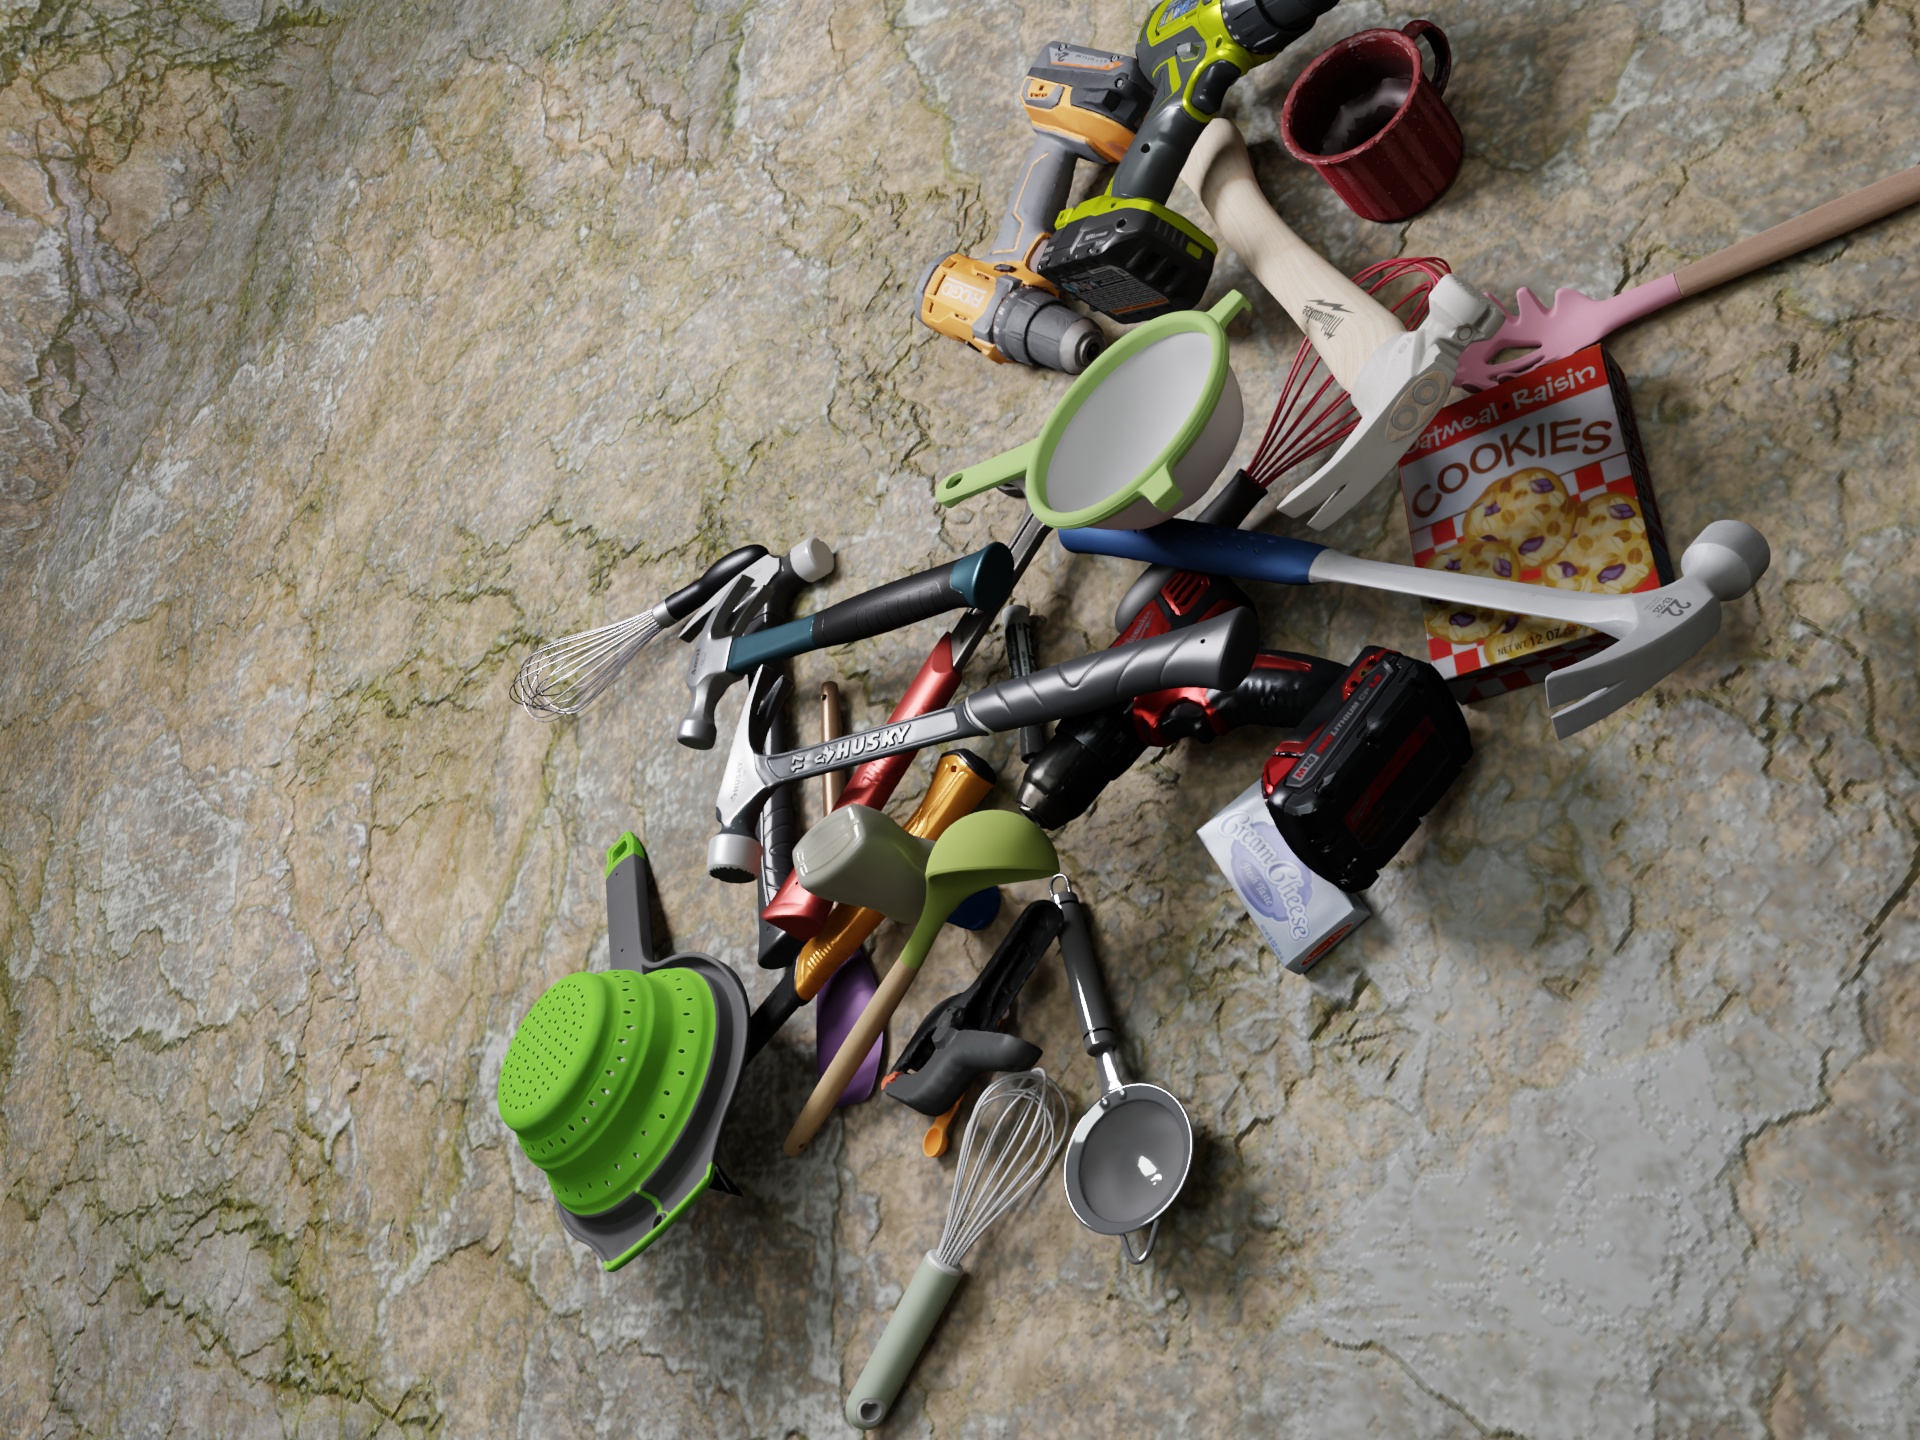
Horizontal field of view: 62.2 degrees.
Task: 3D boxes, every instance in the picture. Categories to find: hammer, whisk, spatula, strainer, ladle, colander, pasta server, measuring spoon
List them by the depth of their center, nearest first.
[{"bbox_3d":[0.407,-0.247,0.843,0.316,0.040,0.060,-20,57,32],"label":"pasta server"},{"bbox_3d":[0.201,-0.080,0.862,0.144,0.035,0.406,-39,34,-26],"label":"hammer"},{"bbox_3d":[0.086,0.195,0.925,0.087,0.050,0.259,-33,47,23],"label":"strainer"},{"bbox_3d":[-0.006,0.317,0.951,0.246,0.057,0.059,-62,11,5],"label":"whisk"},{"bbox_3d":[-0.002,-0.003,0.971,0.409,0.036,0.149,-16,58,37],"label":"hammer"},{"bbox_3d":[0.192,-0.272,0.972,0.146,0.038,0.411,-54,28,26],"label":"hammer"},{"bbox_3d":[0.082,-0.154,0.973,0.256,0.069,0.151,-11,51,52],"label":"strainer"},{"bbox_3d":[0.193,-0.163,0.980,0.295,0.073,0.073,-50,47,20],"label":"whisk"},{"bbox_3d":[-0.038,0.177,0.992,0.320,0.078,0.062,-59,43,28],"label":"ladle"},{"bbox_3d":[0.007,0.222,1.004,0.021,0.011,0.117,15,78,60],"label":"measuring spoon"},{"bbox_3d":[-0.088,0.159,1.068,0.337,0.034,0.127,-51,43,7],"label":"hammer"},{"bbox_3d":[-0.029,-0.015,1.076,0.359,0.036,0.149,-58,35,-5],"label":"hammer"},{"bbox_3d":[-0.084,0.114,1.125,0.060,0.018,0.316,-23,59,31],"label":"spatula"},{"bbox_3d":[-0.089,-0.066,1.126,0.331,0.033,0.128,-14,60,44],"label":"hammer"},{"bbox_3d":[-0.259,0.191,1.128,0.204,0.094,0.398,-44,33,15],"label":"colander"},{"bbox_3d":[-0.149,0.027,1.209,0.146,0.035,0.335,-26,56,30],"label":"hammer"},{"bbox_3d":[-0.274,-0.077,1.351,0.284,0.070,0.070,-28,54,23],"label":"whisk"}]

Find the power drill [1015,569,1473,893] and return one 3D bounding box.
[{"bbox_3d":[0.146,0.013,0.896,0.188,0.080,0.227,-49,38,-9],"label":"power drill"}]

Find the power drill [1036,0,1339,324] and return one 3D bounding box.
[{"bbox_3d":[0.149,-0.379,1.016,0.228,0.080,0.191,-66,23,-2],"label":"power drill"}]

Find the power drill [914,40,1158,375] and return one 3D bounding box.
[{"bbox_3d":[0.076,-0.364,1.159,0.186,0.084,0.226,36,101,44],"label":"power drill"}]
